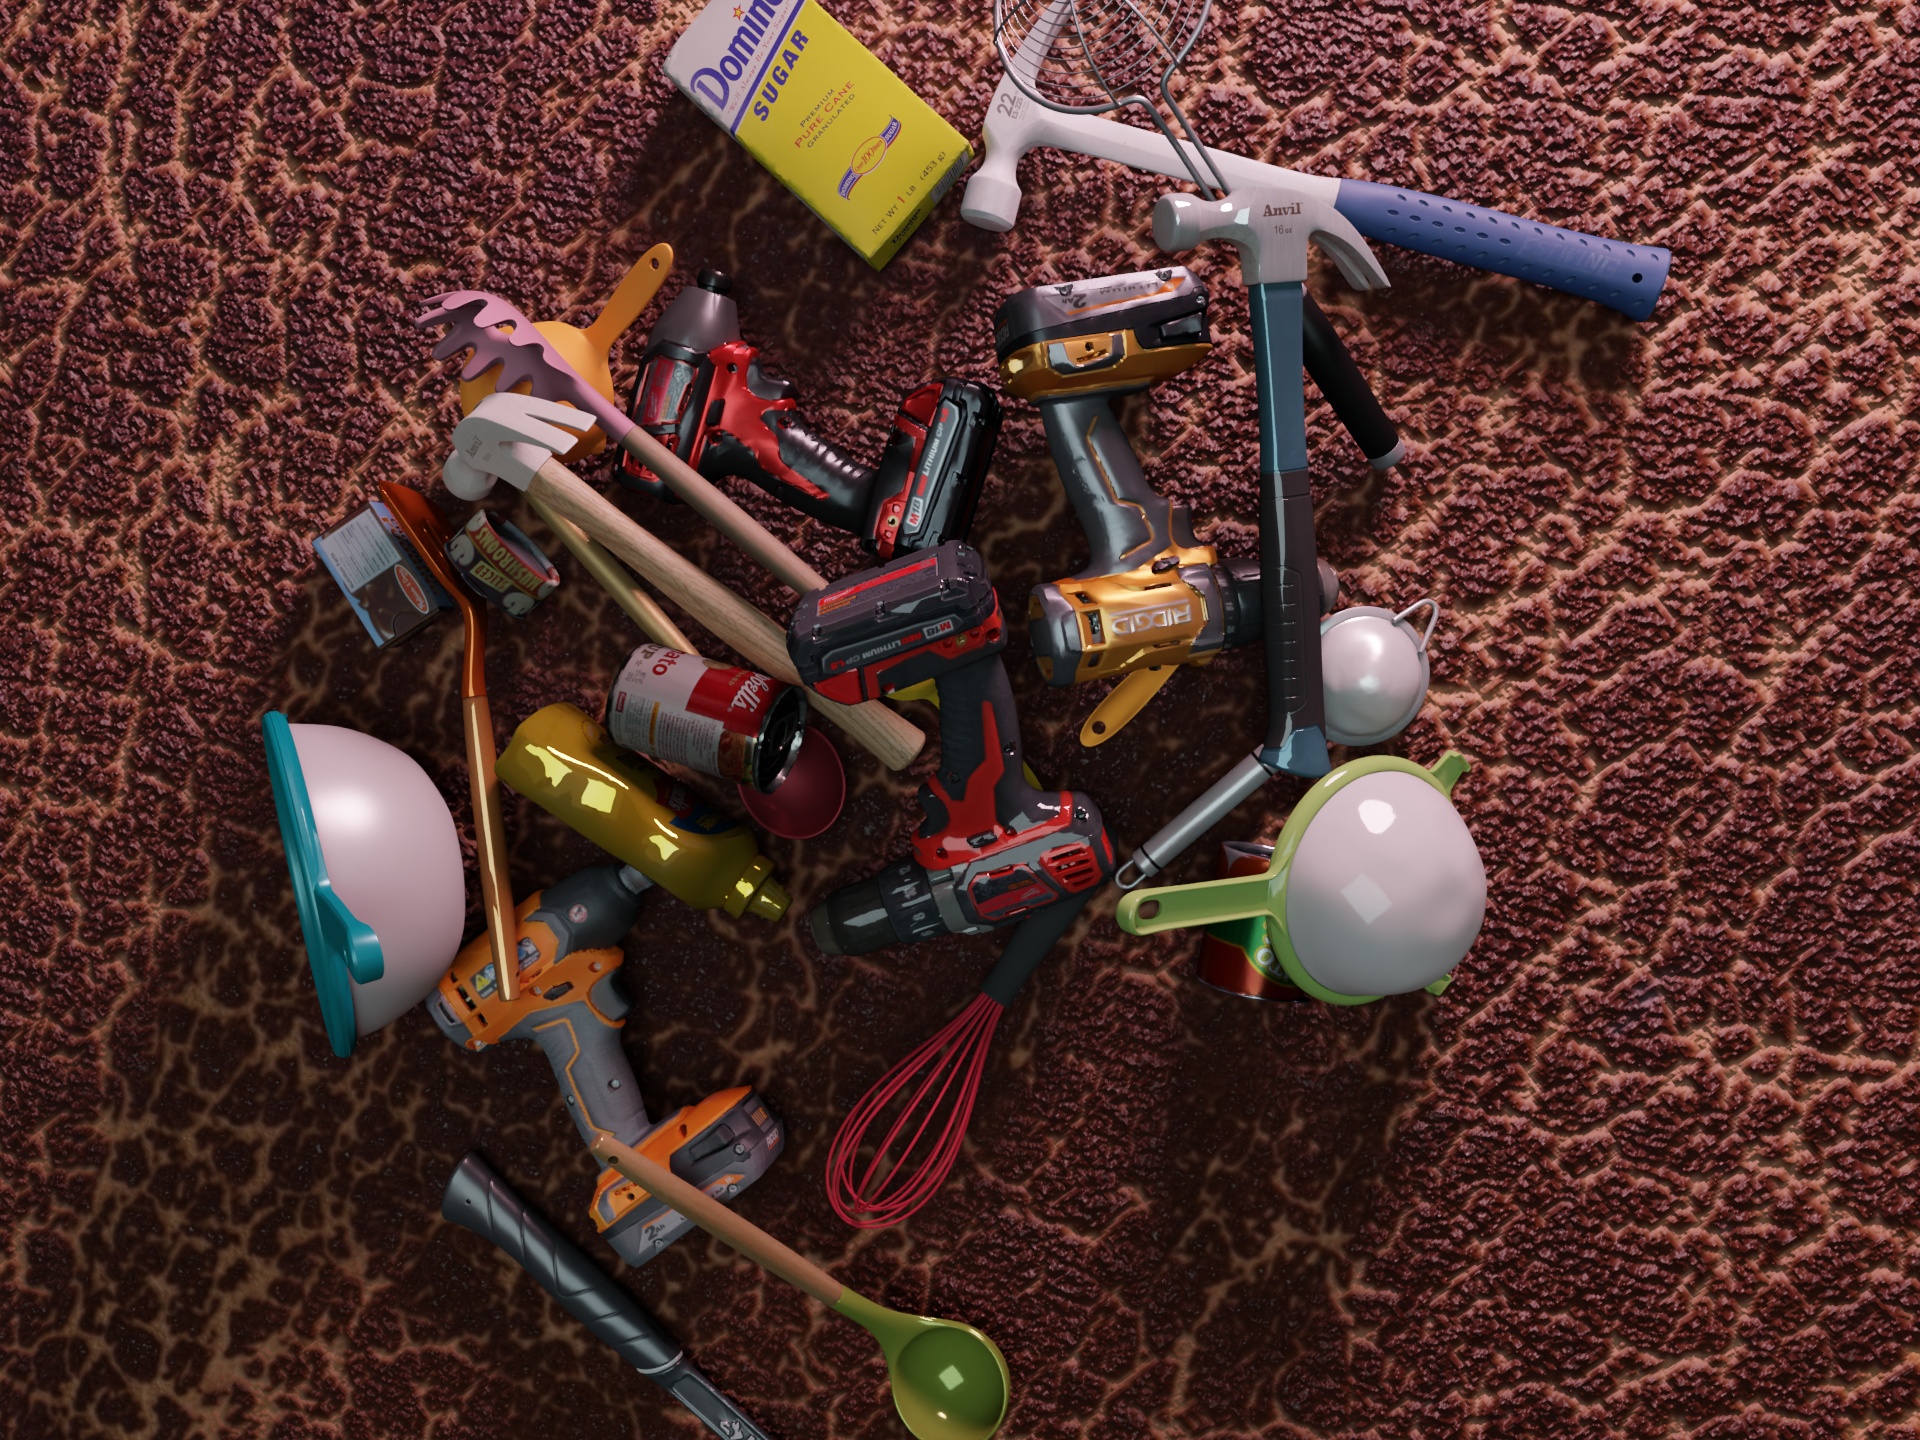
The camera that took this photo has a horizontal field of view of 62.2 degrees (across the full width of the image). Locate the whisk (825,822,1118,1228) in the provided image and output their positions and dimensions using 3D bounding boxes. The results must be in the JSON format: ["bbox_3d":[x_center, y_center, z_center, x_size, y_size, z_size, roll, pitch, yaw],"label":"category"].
[{"bbox_3d":[0.011,0.189,0.989,0.073,0.073,0.296,34,90,2],"label":"whisk"}]

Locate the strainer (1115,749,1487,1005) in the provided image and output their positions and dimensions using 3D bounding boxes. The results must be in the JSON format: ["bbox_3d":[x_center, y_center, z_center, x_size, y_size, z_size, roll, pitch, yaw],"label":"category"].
[{"bbox_3d":[0.208,0.101,0.888,0.256,0.069,0.151,-3,101,-30],"label":"strainer"}]

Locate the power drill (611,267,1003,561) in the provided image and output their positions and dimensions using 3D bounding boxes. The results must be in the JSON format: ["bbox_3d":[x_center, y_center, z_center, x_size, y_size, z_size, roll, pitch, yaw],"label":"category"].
[{"bbox_3d":[-0.093,-0.180,0.962,0.219,0.078,0.143,18,96,7],"label":"power drill"}]

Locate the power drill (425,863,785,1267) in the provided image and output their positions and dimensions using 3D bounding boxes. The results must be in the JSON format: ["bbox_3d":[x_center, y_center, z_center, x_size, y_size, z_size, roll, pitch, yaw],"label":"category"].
[{"bbox_3d":[-0.211,0.205,1.000,0.164,0.084,0.226,-38,86,7],"label":"power drill"}]

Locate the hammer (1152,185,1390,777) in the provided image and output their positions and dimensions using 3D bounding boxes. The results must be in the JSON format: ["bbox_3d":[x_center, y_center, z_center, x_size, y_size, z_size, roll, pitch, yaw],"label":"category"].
[{"bbox_3d":[0.180,-0.126,0.889,0.128,0.033,0.331,-10,104,-17],"label":"hammer"}]

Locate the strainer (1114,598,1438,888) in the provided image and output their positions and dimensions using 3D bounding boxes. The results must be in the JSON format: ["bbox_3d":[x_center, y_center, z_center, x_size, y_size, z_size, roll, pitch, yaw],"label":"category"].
[{"bbox_3d":[0.194,0.020,0.966,0.258,0.050,0.086,-42,104,11],"label":"strainer"}]

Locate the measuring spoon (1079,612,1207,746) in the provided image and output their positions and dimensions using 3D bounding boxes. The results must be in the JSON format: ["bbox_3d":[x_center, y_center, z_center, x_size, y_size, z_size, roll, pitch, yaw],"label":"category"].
[{"bbox_3d":[0.116,-0.027,0.985,0.021,0.011,0.117,44,101,-1],"label":"measuring spoon"}]

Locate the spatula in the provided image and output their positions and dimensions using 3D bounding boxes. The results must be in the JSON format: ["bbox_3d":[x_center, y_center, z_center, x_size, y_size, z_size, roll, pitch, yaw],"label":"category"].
[{"bbox_3d":[-0.303,0.012,0.975,0.041,0.081,0.322,-8,87,7],"label":"spatula"}]

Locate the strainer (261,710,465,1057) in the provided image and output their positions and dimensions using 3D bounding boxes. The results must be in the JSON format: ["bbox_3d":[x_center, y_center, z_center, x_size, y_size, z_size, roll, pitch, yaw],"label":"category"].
[{"bbox_3d":[-0.326,0.094,0.911,0.095,0.340,0.211,-12,99,-26],"label":"strainer"}]

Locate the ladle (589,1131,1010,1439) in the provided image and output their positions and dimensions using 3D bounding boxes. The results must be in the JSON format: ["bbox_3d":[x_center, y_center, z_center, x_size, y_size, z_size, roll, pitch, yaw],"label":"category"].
[{"bbox_3d":[-0.094,0.342,0.959,0.320,0.062,0.078,40,100,-21],"label":"ladle"}]

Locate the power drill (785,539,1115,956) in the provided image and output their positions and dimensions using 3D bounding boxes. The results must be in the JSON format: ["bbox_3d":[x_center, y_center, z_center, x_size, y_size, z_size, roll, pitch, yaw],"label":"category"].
[{"bbox_3d":[-0.028,0.030,0.926,0.188,0.080,0.226,-19,112,6],"label":"power drill"}]

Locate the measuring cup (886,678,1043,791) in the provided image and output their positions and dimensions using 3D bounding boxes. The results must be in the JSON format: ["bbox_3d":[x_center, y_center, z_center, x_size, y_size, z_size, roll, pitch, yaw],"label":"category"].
[{"bbox_3d":[-0.002,-0.003,0.986,0.062,0.029,0.156,-42,88,7],"label":"measuring cup"}]

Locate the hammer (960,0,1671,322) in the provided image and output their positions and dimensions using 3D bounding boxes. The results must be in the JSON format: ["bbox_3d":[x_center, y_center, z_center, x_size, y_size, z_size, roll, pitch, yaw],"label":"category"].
[{"bbox_3d":[0.212,-0.315,0.938,0.405,0.035,0.144,16,96,4],"label":"hammer"}]

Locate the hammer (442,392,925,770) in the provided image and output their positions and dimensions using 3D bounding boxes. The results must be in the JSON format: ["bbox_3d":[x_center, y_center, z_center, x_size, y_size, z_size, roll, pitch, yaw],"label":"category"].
[{"bbox_3d":[-0.156,-0.077,0.950,0.331,0.130,0.031,37,61,-13],"label":"hammer"}]

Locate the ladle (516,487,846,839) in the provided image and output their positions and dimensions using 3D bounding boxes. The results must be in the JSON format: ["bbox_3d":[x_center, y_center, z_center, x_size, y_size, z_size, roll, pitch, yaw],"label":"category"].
[{"bbox_3d":[-0.185,-0.051,1.004,0.069,0.031,0.315,-43,87,4],"label":"ladle"}]

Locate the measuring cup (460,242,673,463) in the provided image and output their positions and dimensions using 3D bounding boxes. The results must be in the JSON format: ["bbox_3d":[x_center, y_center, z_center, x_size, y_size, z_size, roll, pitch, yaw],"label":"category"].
[{"bbox_3d":[-0.235,-0.222,0.951,0.173,0.052,0.095,-40,86,31],"label":"measuring cup"}]

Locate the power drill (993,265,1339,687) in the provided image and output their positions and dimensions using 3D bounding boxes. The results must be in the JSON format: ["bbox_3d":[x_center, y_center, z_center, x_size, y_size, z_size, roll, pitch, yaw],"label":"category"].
[{"bbox_3d":[0.120,-0.143,0.932,0.185,0.084,0.226,-11,93,-10],"label":"power drill"}]

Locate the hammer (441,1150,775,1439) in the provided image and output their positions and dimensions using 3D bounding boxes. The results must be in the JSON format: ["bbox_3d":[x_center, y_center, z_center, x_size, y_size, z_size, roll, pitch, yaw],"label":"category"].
[{"bbox_3d":[-0.178,0.427,1.035,0.409,0.036,0.149,41,96,2],"label":"hammer"}]

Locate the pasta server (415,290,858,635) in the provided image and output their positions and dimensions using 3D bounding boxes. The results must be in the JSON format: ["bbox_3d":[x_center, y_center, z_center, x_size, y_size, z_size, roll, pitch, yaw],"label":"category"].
[{"bbox_3d":[-0.176,-0.143,0.923,0.316,0.060,0.040,40,60,-7],"label":"pasta server"}]

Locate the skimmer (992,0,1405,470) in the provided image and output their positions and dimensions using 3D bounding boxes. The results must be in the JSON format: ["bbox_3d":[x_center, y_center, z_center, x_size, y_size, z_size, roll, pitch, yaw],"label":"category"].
[{"bbox_3d":[0.153,-0.299,0.907,0.127,0.090,0.363,-31,115,21],"label":"skimmer"}]
